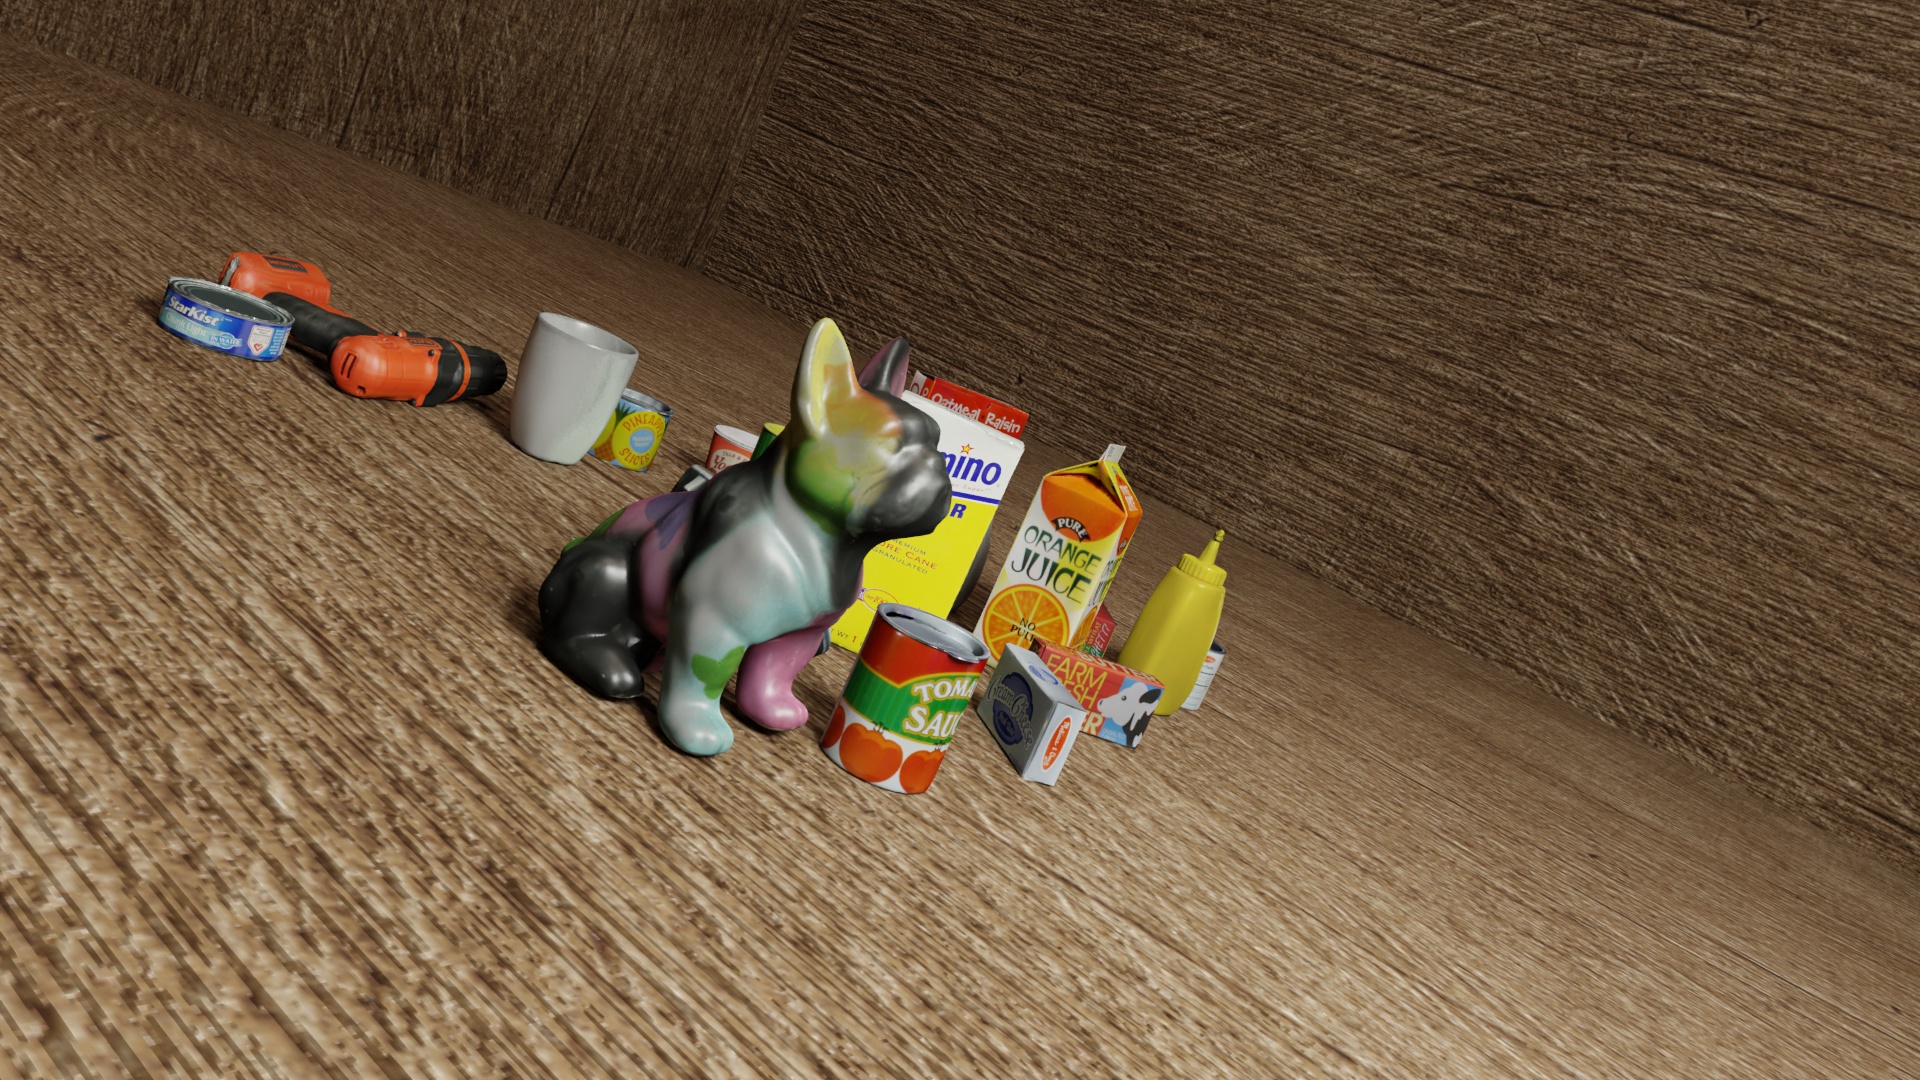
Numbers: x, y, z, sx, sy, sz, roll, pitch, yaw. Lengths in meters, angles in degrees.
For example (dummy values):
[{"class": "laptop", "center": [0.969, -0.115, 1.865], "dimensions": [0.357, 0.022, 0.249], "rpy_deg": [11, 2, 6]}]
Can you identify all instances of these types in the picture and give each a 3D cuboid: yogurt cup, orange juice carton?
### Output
[{"class": "yogurt cup", "center": [-0.200, -0.068, 1.260], "dimensions": [0.072, 0.054, 0.072], "rpy_deg": [23, 9, -4]}, {"class": "orange juice carton", "center": [0.082, 0.014, 1.071], "dimensions": [0.073, 0.192, 0.072], "rpy_deg": [26, 9, 15]}]

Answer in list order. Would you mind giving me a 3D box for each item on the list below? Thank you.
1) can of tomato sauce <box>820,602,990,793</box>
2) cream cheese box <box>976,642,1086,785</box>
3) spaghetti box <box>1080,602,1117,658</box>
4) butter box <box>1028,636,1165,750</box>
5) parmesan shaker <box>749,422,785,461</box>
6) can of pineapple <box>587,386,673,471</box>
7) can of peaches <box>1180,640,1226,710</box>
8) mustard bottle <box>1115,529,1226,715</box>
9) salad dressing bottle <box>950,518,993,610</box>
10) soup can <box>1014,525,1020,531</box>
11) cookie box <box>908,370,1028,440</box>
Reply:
[{"class": "can of tomato sauce", "center": [-0.029, 0.086, 0.748], "dimensions": [0.071, 0.083, 0.071], "rpy_deg": [23, 9, -4]}, {"class": "cream cheese box", "center": [0.043, 0.109, 0.882], "dimensions": [0.024, 0.053, 0.104], "rpy_deg": [20, 10, -20]}, {"class": "spaghetti box", "center": [0.103, 0.063, 1.282], "dimensions": [0.029, 0.050, 0.250], "rpy_deg": [23, 10, -7]}, {"class": "butter box", "center": [0.090, 0.109, 0.992], "dimensions": [0.103, 0.053, 0.024], "rpy_deg": [20, 10, -19]}, {"class": "parmesan shaker", "center": [-0.136, -0.029, 1.054], "dimensions": [0.071, 0.103, 0.071], "rpy_deg": [23, 9, -4]}, {"class": "can of pineapple", "center": [-0.288, -0.097, 1.199], "dimensions": [0.071, 0.057, 0.071], "rpy_deg": [23, 9, -4]}, {"class": "can of peaches", "center": [0.190, 0.108, 1.220], "dimensions": [0.071, 0.058, 0.071], "rpy_deg": [23, 9, -4]}, {"class": "mustard bottle", "center": [0.179, 0.063, 1.131], "dimensions": [0.065, 0.160, 0.049], "rpy_deg": [17, 11, -36]}, {"class": "salad dressing bottle", "center": [0.004, -0.015, 1.176], "dimensions": [0.044, 0.147, 0.064], "rpy_deg": [14, 13, -46]}, {"class": "soup can", "center": [0.064, 0.039, 1.216], "dimensions": [0.071, 0.083, 0.071], "rpy_deg": [23, 9, -4]}, {"class": "cookie box", "center": [-0.018, -0.069, 1.357], "dimensions": [0.123, 0.167, 0.040], "rpy_deg": [16, 12, -38]}]
